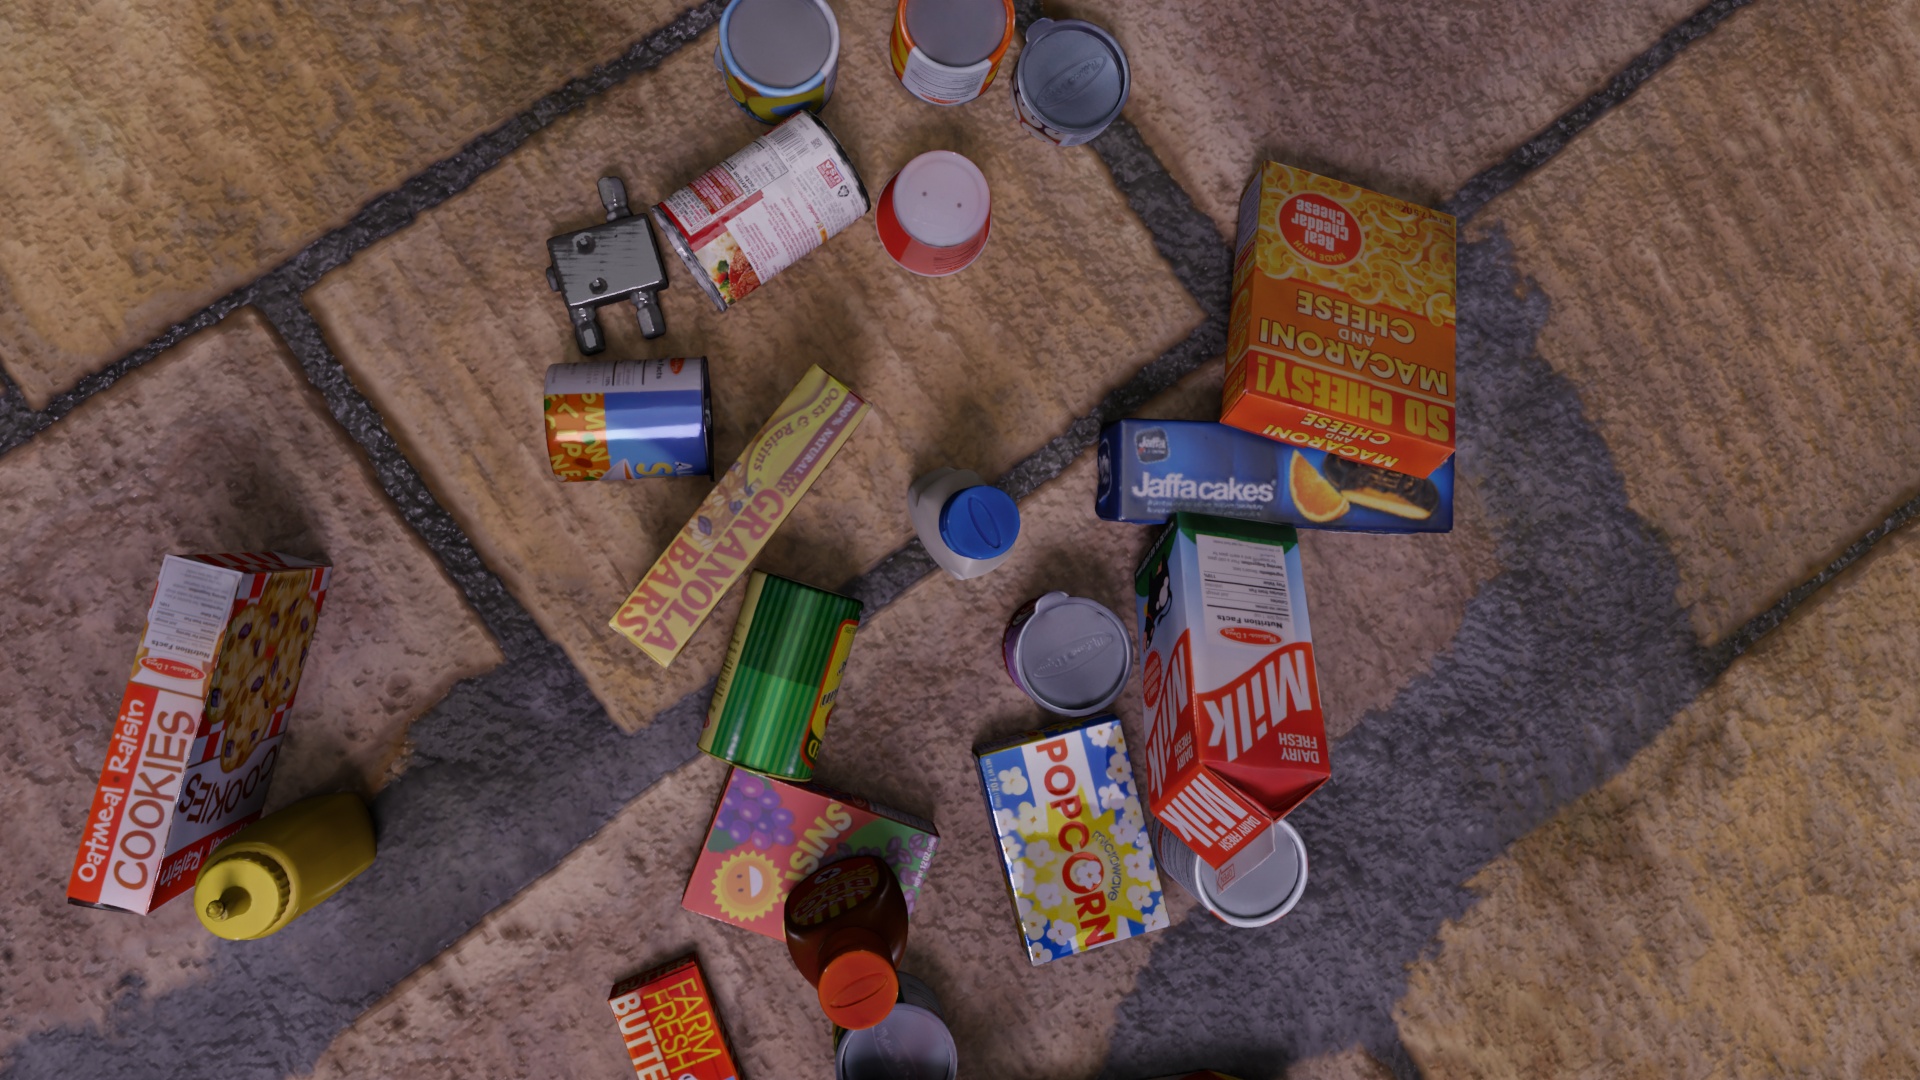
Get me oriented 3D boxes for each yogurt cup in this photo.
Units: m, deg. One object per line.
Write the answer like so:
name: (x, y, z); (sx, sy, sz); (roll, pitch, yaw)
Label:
yogurt cup: (-0.013, -0.187, 0.786); (0.072, 0.054, 0.072); (0, 91, -7)

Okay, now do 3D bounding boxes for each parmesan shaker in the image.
parmesan shaker: (-0.098, 0.073, 0.765); (0.071, 0.071, 0.103); (18, 88, -7)

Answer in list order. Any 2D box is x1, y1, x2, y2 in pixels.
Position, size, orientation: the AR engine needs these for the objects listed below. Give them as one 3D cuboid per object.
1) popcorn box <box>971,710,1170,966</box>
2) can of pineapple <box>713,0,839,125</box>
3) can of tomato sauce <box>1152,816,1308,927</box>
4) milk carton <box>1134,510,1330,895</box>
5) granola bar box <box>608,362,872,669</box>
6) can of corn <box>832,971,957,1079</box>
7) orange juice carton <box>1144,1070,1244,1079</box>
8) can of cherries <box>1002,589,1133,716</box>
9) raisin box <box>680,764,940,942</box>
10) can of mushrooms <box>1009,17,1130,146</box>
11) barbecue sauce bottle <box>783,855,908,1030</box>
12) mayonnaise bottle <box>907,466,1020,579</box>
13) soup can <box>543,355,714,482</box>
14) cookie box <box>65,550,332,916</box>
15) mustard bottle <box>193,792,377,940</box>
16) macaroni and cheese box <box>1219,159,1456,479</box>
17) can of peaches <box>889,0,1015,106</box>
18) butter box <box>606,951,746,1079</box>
popcorn box: (0.063, 0.170, 0.802); (0.085, 0.038, 0.126); (-14, 92, -8)
can of pineapple: (-0.102, -0.271, 0.773); (0.071, 0.058, 0.071); (0, 90, -7)
can of tomato sauce: (0.154, 0.177, 0.792); (0.071, 0.083, 0.071); (0, 90, -7)
milk carton: (0.142, 0.085, 0.740); (0.073, 0.072, 0.191); (8, 56, -11)
granola bar box: (-0.115, -0.014, 0.737); (0.039, 0.124, 0.165); (38, 85, -6)
can of corn: (-0.040, 0.284, 0.779); (0.071, 0.058, 0.071); (0, 90, -7)
orange juice carton: (0.104, 0.356, 0.789); (0.193, 0.073, 0.071); (-6, 92, -8)
can of cherries: (0.059, 0.061, 0.793); (0.071, 0.058, 0.071); (0, 90, -6)
raisin box: (-0.084, 0.182, 0.783); (0.123, 0.040, 0.086); (21, 88, -8)
can of mushrooms: (0.062, -0.267, 0.807); (0.071, 0.033, 0.071); (0, 90, -7)
barbecue sauce bottle: (-0.055, 0.199, 0.692); (0.065, 0.148, 0.043); (-24, 95, -7)
mayonnaise bottle: (0.003, -0.009, 0.740); (0.041, 0.148, 0.064); (-29, 94, -6)
soup can: (-0.179, -0.063, 0.759); (0.084, 0.071, 0.071); (-4, 91, -7)
cookie box: (-0.381, 0.090, 0.703); (0.040, 0.123, 0.167); (16, 88, -6)
mustard bottle: (-0.341, 0.165, 0.689); (0.065, 0.160, 0.048); (-18, 94, -5)
macaroni and cheese box: (0.217, -0.127, 0.790); (0.124, 0.040, 0.167); (15, 62, -7)
can of peaches: (-0.006, -0.289, 0.786); (0.071, 0.058, 0.071); (0, 91, -7)
butter box: (-0.155, 0.291, 0.781); (0.053, 0.024, 0.103); (-20, 92, -6)
